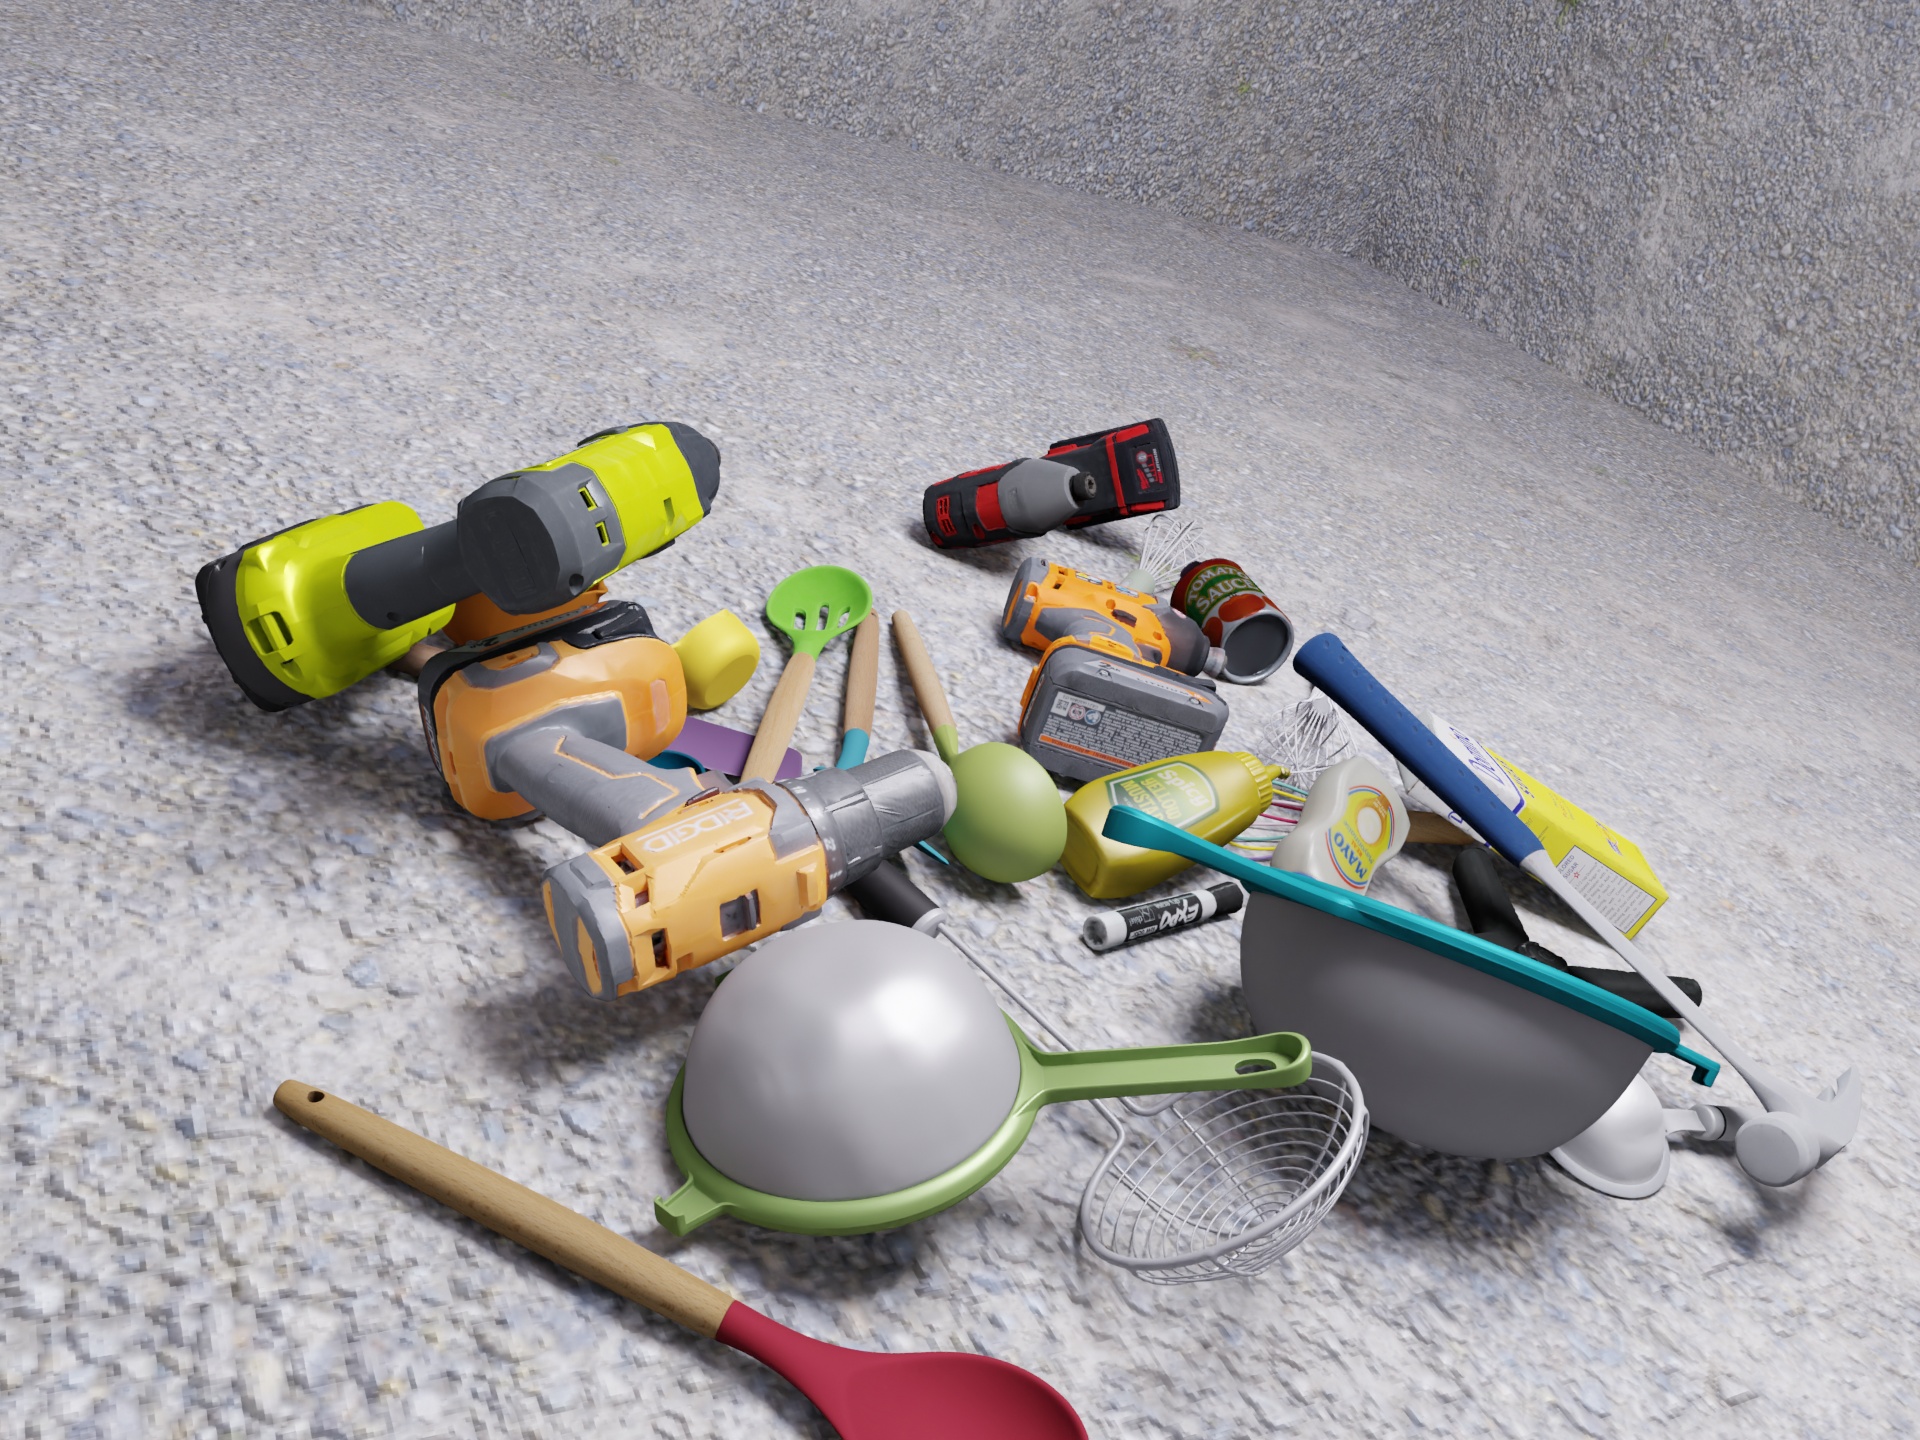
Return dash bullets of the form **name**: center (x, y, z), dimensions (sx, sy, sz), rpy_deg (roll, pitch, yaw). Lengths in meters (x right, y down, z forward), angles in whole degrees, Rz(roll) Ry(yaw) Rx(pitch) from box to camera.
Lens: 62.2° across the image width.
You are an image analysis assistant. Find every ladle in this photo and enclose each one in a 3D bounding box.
- **ladle**: center (-0.002, -0.003, 0.961), dimensions (0.062, 0.078, 0.320), rpy_deg (-3, 26, -10)
- **ladle**: center (-0.105, 0.196, 0.552), dimensions (0.315, 0.031, 0.069), rpy_deg (23, 28, 10)

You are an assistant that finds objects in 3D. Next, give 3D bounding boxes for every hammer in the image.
- **hammer**: center (0.342, 0.089, 0.922), dimensions (0.144, 0.035, 0.406), rpy_deg (1, 40, -45)

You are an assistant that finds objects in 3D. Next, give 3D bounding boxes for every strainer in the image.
- **strainer**: center (0.171, 0.128, 0.715), dimensions (0.340, 0.095, 0.211), rpy_deg (24, -5, -37)
- **strainer**: center (0.394, 0.212, 0.851), dimensions (0.258, 0.050, 0.087), rpy_deg (10, 45, -26)
- **strainer**: center (0.007, 0.120, 0.621), dimensions (0.256, 0.069, 0.152), rpy_deg (-4, 27, 5)

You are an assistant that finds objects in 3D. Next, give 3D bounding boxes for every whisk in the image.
- **whisk**: center (0.246, 0.061, 1.025), dimensions (0.244, 0.051, 0.047), rpy_deg (6, 25, -33)
- **whisk**: center (0.261, -0.007, 1.147), dimensions (0.070, 0.070, 0.284), rpy_deg (26, 23, 10)
- **whisk**: center (0.147, -0.113, 1.274), dimensions (0.059, 0.058, 0.246), rpy_deg (52, 33, -5)

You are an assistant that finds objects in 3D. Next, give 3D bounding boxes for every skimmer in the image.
- **skimmer**: center (0.020, 0.113, 0.721), dimensions (0.127, 0.090, 0.364), rpy_deg (-37, 52, -21)

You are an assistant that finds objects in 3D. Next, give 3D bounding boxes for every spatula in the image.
- **spatula**: center (-0.238, -0.016, 0.860), dimensions (0.316, 0.018, 0.060), rpy_deg (17, 21, -9)
- **spatula**: center (-0.052, -0.007, 0.943), dimensions (0.082, 0.044, 0.318), rpy_deg (38, 20, -19)

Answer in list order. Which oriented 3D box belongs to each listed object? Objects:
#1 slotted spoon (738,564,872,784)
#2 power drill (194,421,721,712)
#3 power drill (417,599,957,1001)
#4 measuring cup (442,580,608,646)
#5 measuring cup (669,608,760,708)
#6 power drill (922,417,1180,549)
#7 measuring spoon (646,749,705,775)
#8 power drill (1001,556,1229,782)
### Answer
- **slotted spoon**: center (-0.100, -0.023, 0.941), dimensions (0.070, 0.031, 0.314), rpy_deg (0, 26, 4)
- **power drill**: center (-0.227, -0.081, 0.750), dimensions (0.223, 0.080, 0.171), rpy_deg (-14, 17, 25)
- **power drill**: center (-0.128, 0.023, 0.728), dimensions (0.185, 0.084, 0.226), rpy_deg (-22, 38, -29)
- **measuring cup**: center (-0.248, -0.077, 0.937), dimensions (0.095, 0.052, 0.174), rpy_deg (18, 16, -3)
- **measuring cup**: center (-0.163, -0.024, 0.870), dimensions (0.029, 0.062, 0.156), rpy_deg (42, 26, 15)
- **power drill**: center (0.084, -0.187, 1.276), dimensions (0.143, 0.078, 0.219), rpy_deg (-7, 10, 36)
- **measuring spoon**: center (-0.193, 0.022, 0.830), dimensions (0.128, 0.021, 0.042), rpy_deg (17, 31, 13)
- **power drill**: center (0.113, -0.031, 1.063), dimensions (0.164, 0.084, 0.227), rpy_deg (17, 23, -8)
